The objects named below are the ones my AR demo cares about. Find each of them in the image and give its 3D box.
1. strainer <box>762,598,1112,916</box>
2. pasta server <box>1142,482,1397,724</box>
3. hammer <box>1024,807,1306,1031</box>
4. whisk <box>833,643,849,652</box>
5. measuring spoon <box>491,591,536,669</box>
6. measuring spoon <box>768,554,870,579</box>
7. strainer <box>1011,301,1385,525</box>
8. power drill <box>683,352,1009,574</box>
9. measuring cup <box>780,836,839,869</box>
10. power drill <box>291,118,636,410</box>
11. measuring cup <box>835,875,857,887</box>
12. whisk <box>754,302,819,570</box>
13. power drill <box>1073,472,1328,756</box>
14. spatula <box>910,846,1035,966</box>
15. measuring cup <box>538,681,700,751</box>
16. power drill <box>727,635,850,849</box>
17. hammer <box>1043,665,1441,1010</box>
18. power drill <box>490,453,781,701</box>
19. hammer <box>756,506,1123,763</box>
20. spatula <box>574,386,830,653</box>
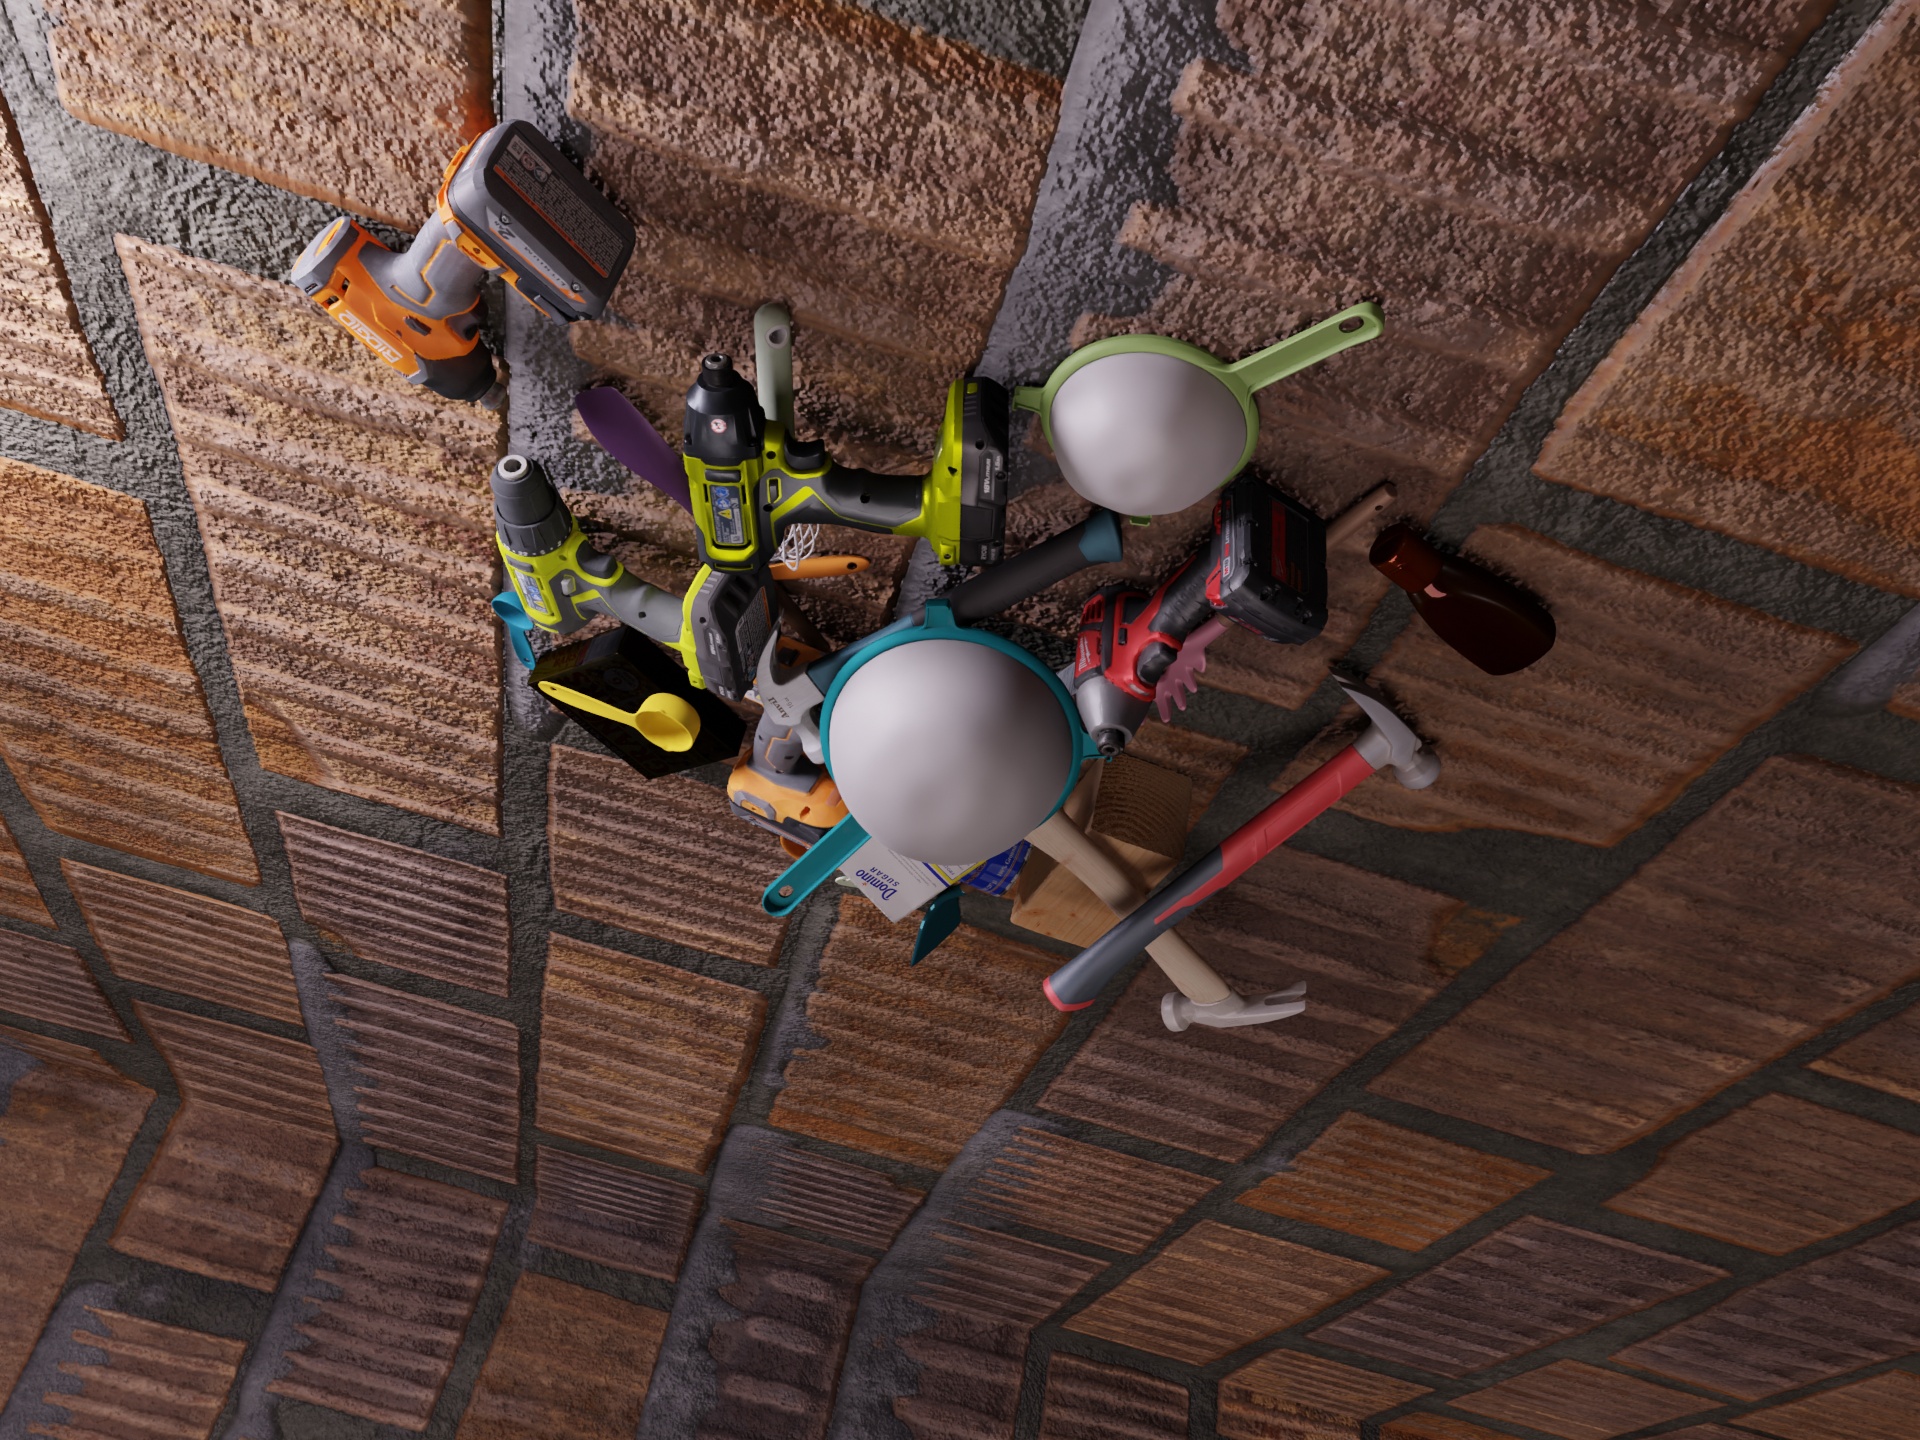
[{"bbox_3d":[-0.054,0.076,1.258,0.211,0.095,0.340,39,117,-17],"label":"strainer"},{"bbox_3d":[0.219,-0.084,1.212,0.060,0.040,0.316,16,146,-26],"label":"pasta server"},{"bbox_3d":[0.167,0.171,1.429,0.146,0.038,0.410,-15,137,31],"label":"hammer"},{"bbox_3d":[-0.002,-0.004,1.397,0.245,0.047,0.051,28,144,-14],"label":"whisk"},{"bbox_3d":[-0.397,-0.083,1.448,0.042,0.021,0.128,24,155,5],"label":"measuring spoon"},{"bbox_3d":[-0.130,-0.119,1.286,0.117,0.011,0.021,-6,138,7],"label":"measuring spoon"},{"bbox_3d":[0.162,-0.197,1.044,0.256,0.069,0.151,-20,133,41],"label":"strainer"},{"bbox_3d":[-0.079,-0.178,1.108,0.223,0.080,0.171,1,138,0],"label":"power drill"},{"bbox_3d":[-0.090,0.098,1.566,0.173,0.052,0.095,-5,142,11],"label":"measuring cup"},{"bbox_3d":[-0.325,-0.292,1.072,0.226,0.084,0.164,-12,139,38],"label":"power drill"},{"bbox_3d":[-0.072,0.148,1.579,0.083,0.038,0.167,-25,159,30],"label":"measuring cup"},{"bbox_3d":[-0.133,-0.202,1.165,0.058,0.059,0.246,-19,145,-18],"label":"whisk"},{"bbox_3d":[0.163,-0.069,1.162,0.078,0.143,0.219,26,141,-24],"label":"power drill"},{"bbox_3d":[0.026,0.166,1.598,0.044,0.082,0.317,51,144,3],"label":"spatula"},{"bbox_3d":[-0.306,-0.016,1.436,0.156,0.029,0.062,19,146,11],"label":"measuring cup"},{"bbox_3d":[-0.126,0.023,1.413,0.185,0.084,0.226,23,143,13],"label":"power drill"},{"bbox_3d":[0.212,0.114,1.338,0.386,0.038,0.143,-40,123,16],"label":"hammer"},{"bbox_3d":[-0.266,-0.115,1.267,0.228,0.080,0.190,22,151,12],"label":"power drill"},{"bbox_3d":[-0.018,-0.077,1.233,0.331,0.033,0.128,-25,119,22],"label":"hammer"},{"bbox_3d":[-0.197,-0.152,1.274,0.060,0.018,0.315,-6,141,35],"label":"spatula"}]
